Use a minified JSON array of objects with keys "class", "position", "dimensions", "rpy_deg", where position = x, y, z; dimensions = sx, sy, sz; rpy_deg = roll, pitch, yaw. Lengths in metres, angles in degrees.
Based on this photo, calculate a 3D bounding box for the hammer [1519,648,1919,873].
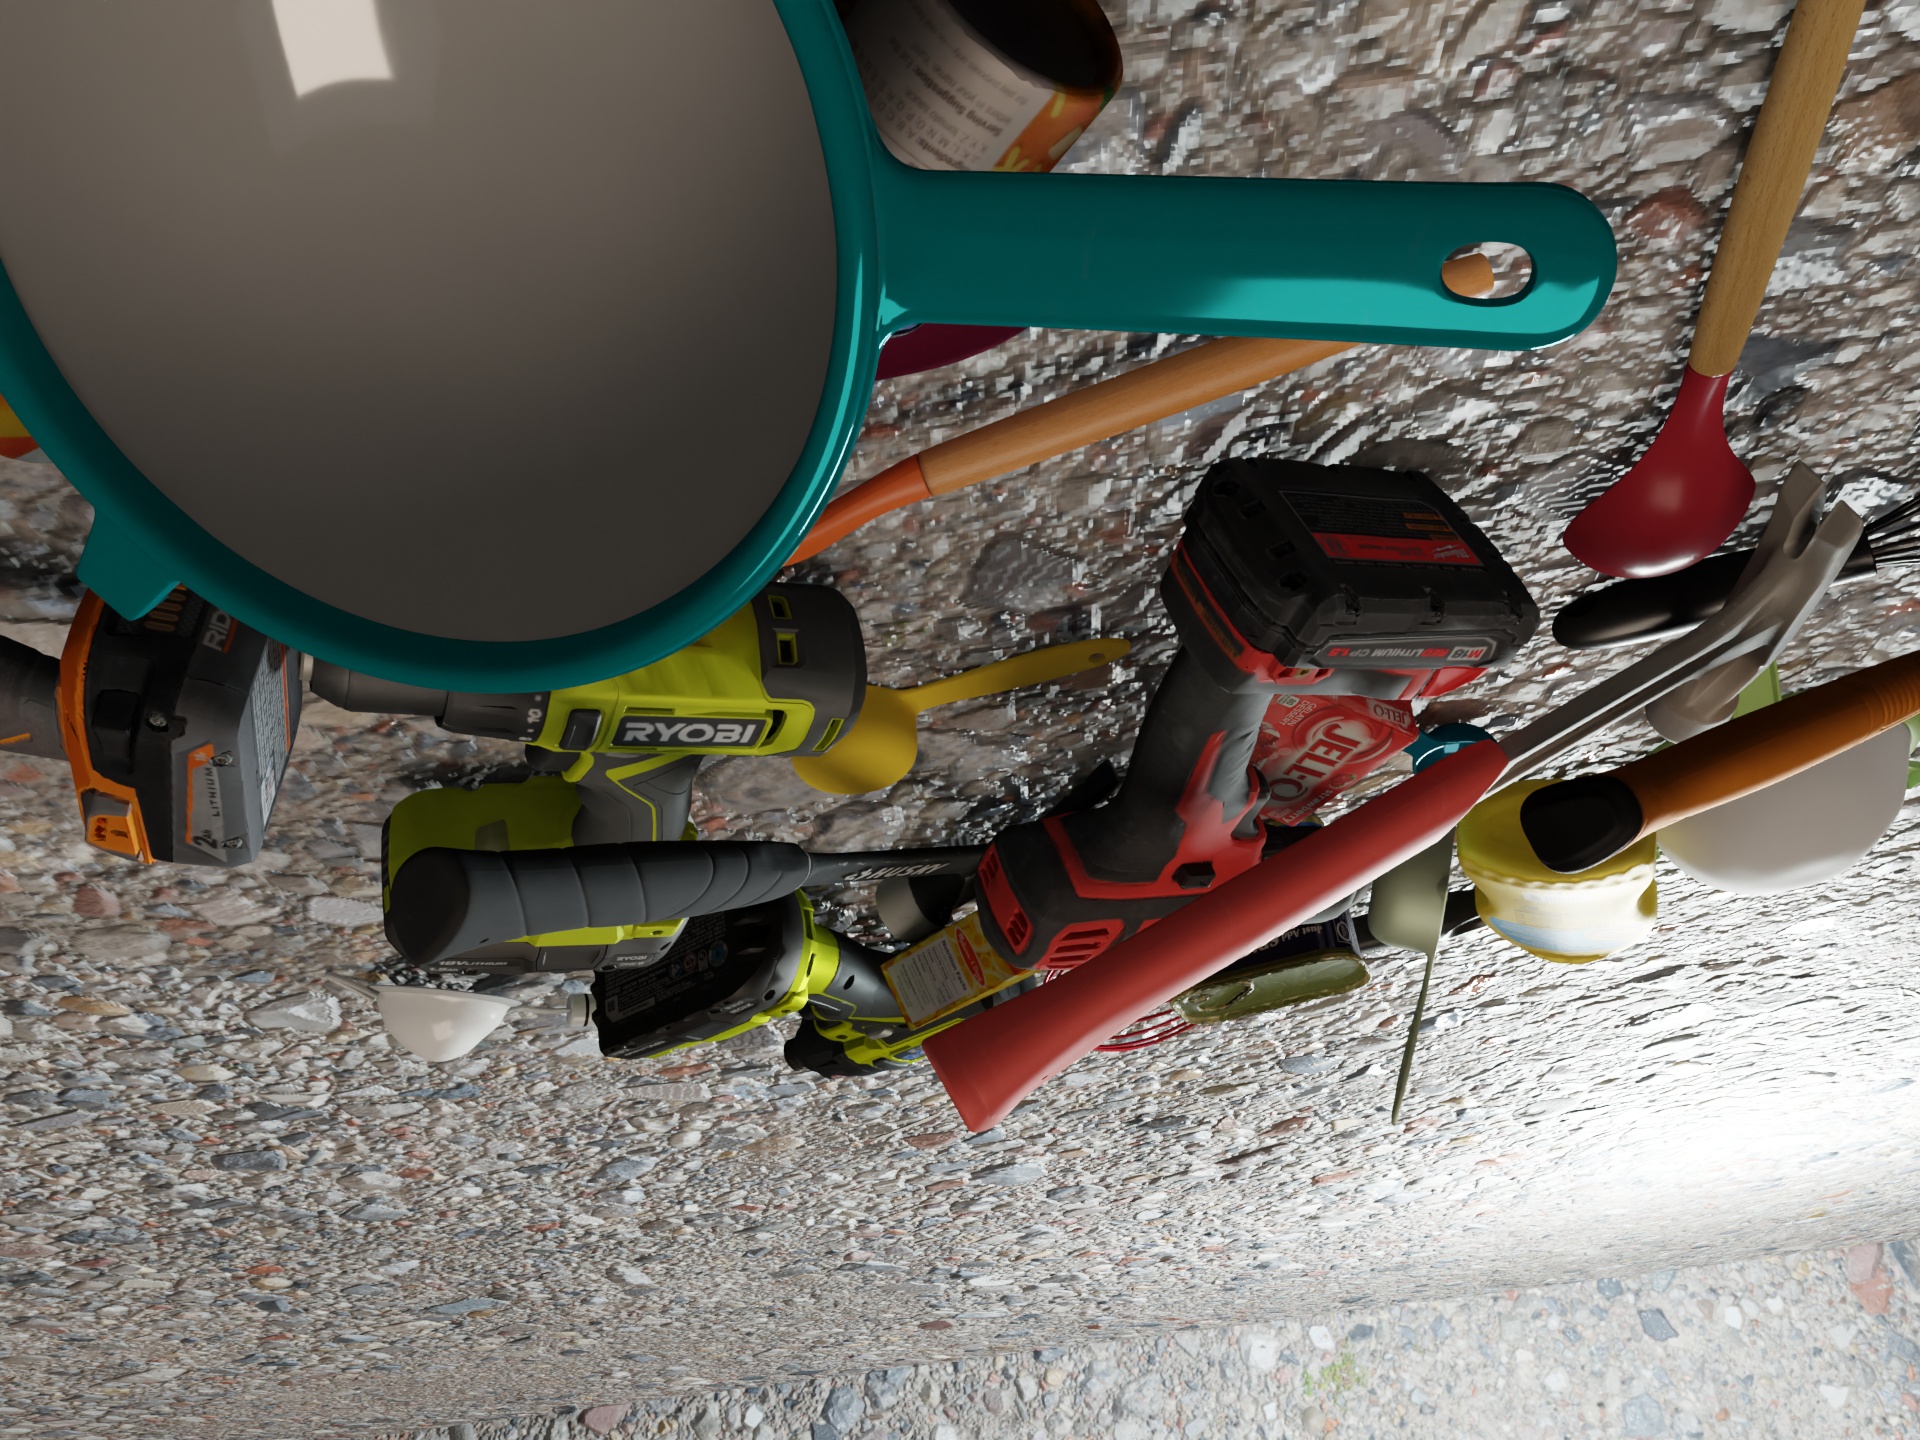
[{"class":"hammer","position":[0.352,-0.012,0.602],"dimensions":[0.337,0.034,0.127],"rpy_deg":[-19,170,-16]}]

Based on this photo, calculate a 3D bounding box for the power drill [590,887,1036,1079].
[{"class":"power drill","position":[-0.088,0.151,0.878],"dimensions":[0.171,0.080,0.223],"rpy_deg":[-27,148,29]}]

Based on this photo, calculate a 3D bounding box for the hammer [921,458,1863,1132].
[{"class":"hammer","position":[0.150,0.037,0.563],"dimensions":[0.359,0.037,0.149],"rpy_deg":[-28,152,-9]}]

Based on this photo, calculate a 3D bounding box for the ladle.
[{"class":"ladle","position":[0.247,-0.134,0.508],"dimensions":[0.069,0.031,0.315],"rpy_deg":[-10,149,6]}]

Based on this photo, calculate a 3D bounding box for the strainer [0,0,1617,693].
[{"class":"strainer","position":[-0.046,-0.112,0.338],"dimensions":[0.340,0.095,0.210],"rpy_deg":[5,120,10]}]

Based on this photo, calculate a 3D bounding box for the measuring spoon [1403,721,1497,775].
[{"class":"measuring spoon","position":[0.202,-0.002,0.741],"dimensions":[0.128,0.021,0.042],"rpy_deg":[24,140,-28]}]

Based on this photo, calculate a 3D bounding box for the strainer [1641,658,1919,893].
[{"class":"strainer","position":[0.400,0.029,0.777],"dimensions":[0.151,0.069,0.256],"rpy_deg":[-20,149,21]}]

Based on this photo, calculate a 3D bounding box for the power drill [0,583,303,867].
[{"class":"power drill","position":[-0.331,-0.031,0.489],"dimensions":[0.226,0.084,0.164],"rpy_deg":[12,146,-14]}]

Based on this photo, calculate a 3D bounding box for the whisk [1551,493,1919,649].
[{"class":"whisk","position":[0.355,-0.070,0.626],"dimensions":[0.239,0.055,0.055],"rpy_deg":[-17,149,26]}]

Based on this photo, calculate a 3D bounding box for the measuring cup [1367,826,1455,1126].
[{"class":"measuring cup","position":[0.226,0.126,0.828],"dimensions":[0.038,0.167,0.083],"rpy_deg":[11,-179,15]}]

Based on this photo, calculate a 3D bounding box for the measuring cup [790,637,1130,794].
[{"class":"measuring cup","position":[-0.001,-0.002,0.673],"dimensions":[0.156,0.029,0.062],"rpy_deg":[-16,149,18]}]

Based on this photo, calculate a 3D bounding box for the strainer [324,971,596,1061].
[{"class":"strainer","position":[-0.228,0.169,0.914],"dimensions":[0.258,0.050,0.087],"rpy_deg":[4,164,-24]}]

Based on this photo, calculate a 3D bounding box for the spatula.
[{"class":"spatula","position":[0.009,-0.096,0.513],"dimensions":[0.322,0.041,0.081],"rpy_deg":[-19,169,8]}]

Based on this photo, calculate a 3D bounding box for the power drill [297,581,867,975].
[{"class":"power drill","position":[-0.161,0.020,0.623],"dimensions":[0.190,0.080,0.228],"rpy_deg":[2,148,-25]}]

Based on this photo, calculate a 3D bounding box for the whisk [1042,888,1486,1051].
[{"class":"whisk","position":[0.183,0.140,0.941],"dimensions":[0.296,0.073,0.073],"rpy_deg":[-12,151,-5]}]

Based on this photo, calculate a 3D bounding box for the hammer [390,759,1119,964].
[{"class":"hammer","position":[-0.059,0.058,0.625],"dimensions":[0.149,0.036,0.408],"rpy_deg":[-30,165,22]}]

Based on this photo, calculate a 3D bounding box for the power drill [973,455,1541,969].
[{"class":"power drill","position":[0.124,0.013,0.621],"dimensions":[0.187,0.080,0.226],"rpy_deg":[0,136,-30]}]

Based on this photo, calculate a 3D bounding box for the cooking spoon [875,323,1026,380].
[{"class":"cooking spoon","position":[-0.116,-0.089,0.509],"dimensions":[0.319,0.017,0.068],"rpy_deg":[-18,152,19]}]
